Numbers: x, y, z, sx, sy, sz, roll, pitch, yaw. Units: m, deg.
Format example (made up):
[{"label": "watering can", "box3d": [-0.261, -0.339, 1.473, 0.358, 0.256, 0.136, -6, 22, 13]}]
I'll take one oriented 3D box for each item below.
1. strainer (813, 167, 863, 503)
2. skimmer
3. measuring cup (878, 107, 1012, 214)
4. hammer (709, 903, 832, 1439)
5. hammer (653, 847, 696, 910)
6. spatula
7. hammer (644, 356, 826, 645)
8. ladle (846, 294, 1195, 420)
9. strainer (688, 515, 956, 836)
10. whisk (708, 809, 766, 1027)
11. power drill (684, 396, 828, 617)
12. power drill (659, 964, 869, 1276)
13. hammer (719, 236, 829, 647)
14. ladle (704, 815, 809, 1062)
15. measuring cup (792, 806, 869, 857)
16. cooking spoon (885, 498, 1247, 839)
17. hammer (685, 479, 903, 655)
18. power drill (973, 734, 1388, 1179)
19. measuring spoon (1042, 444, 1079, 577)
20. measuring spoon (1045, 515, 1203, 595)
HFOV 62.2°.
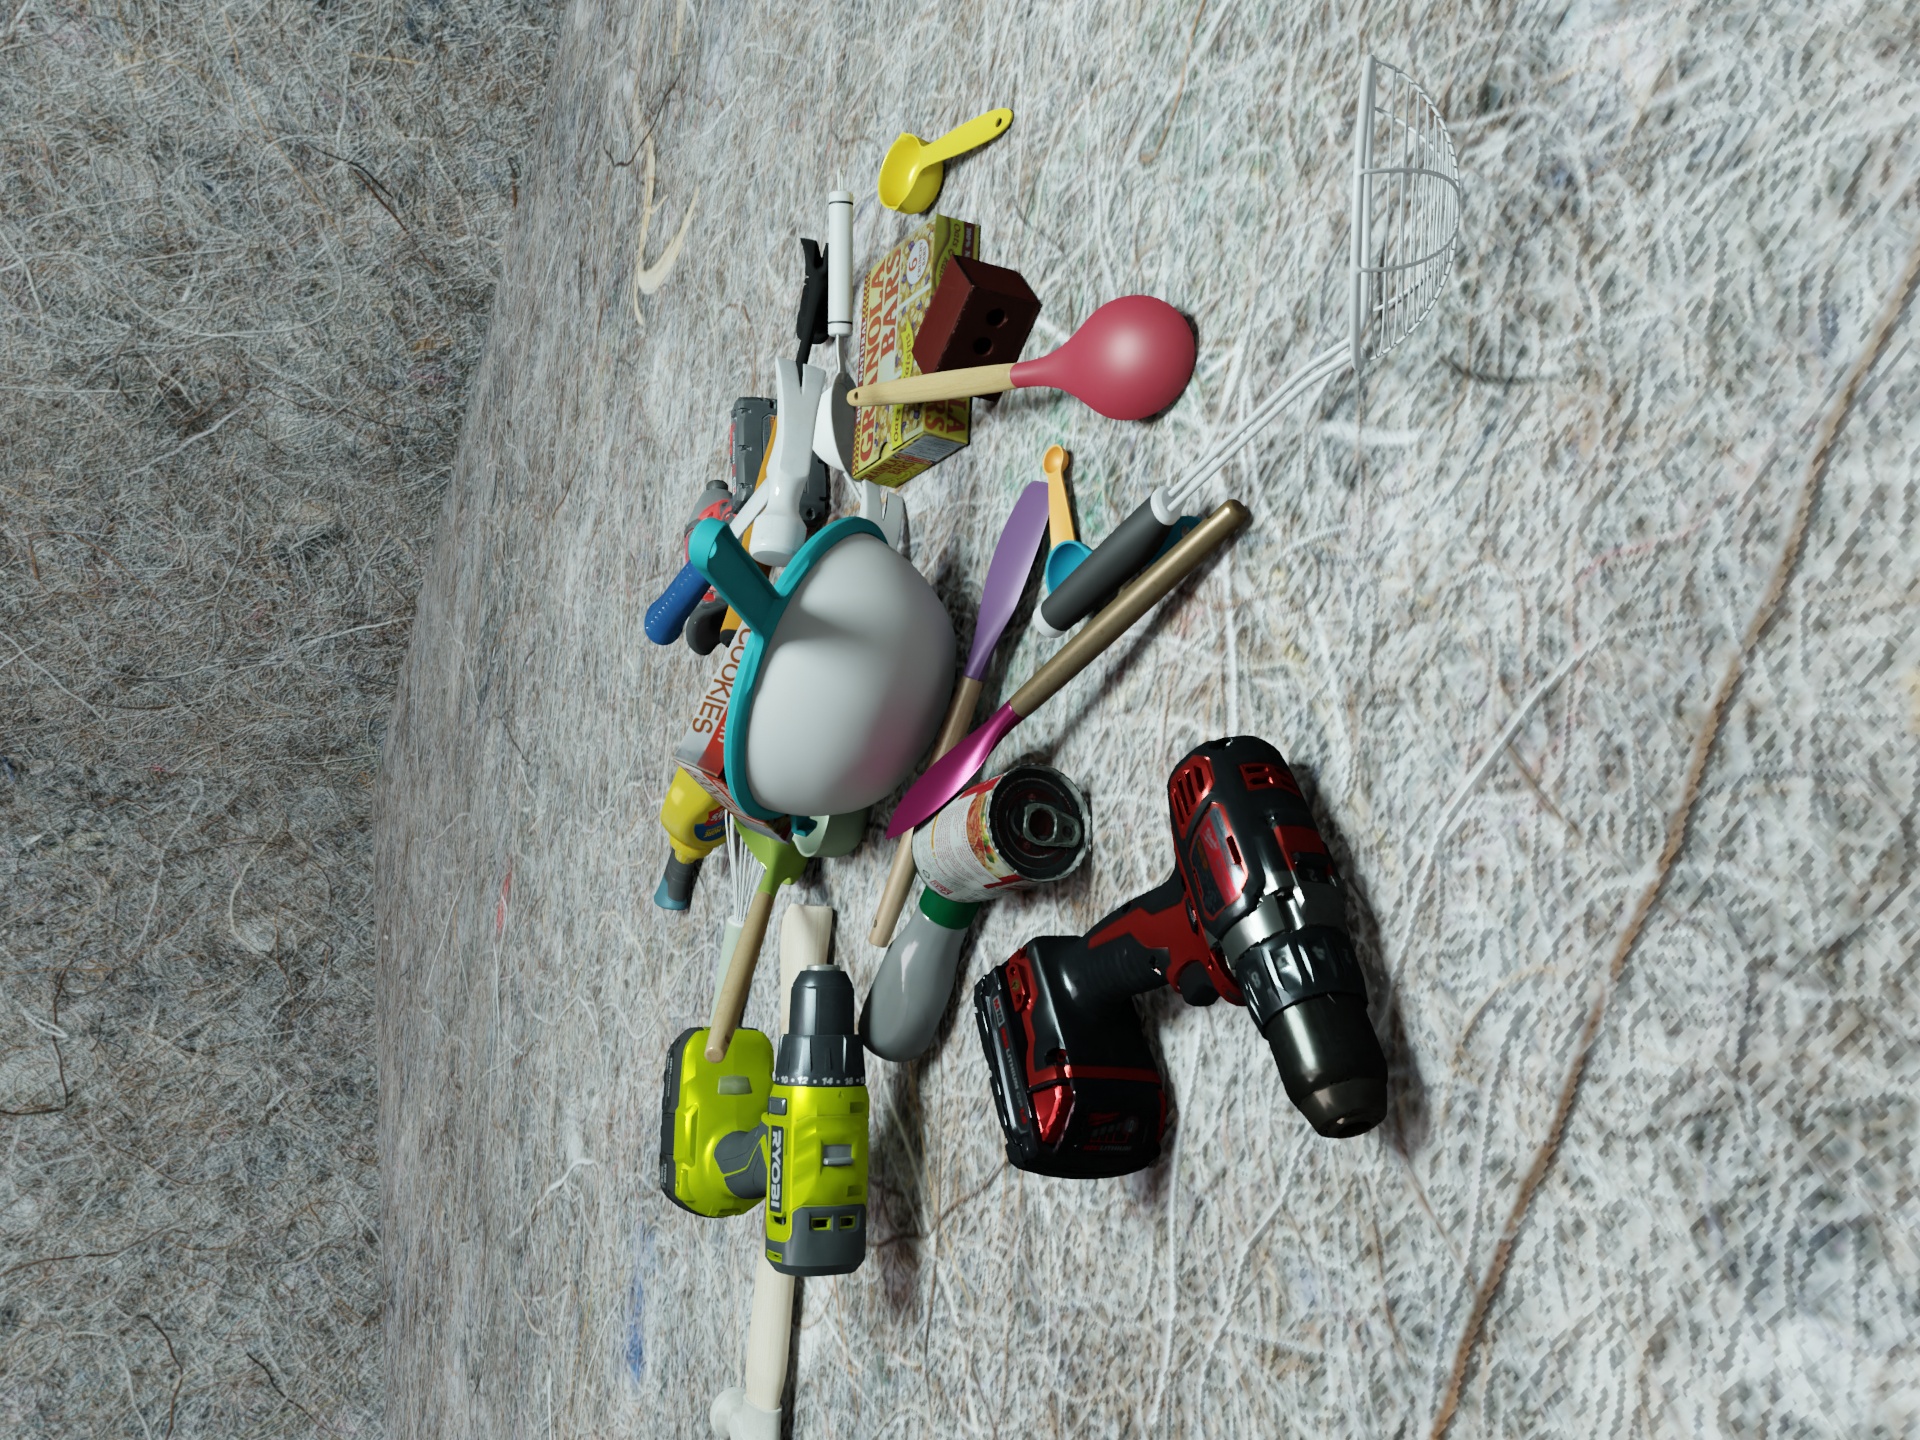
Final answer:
[{"label": "strainer", "box3d": [-0.094, -0.293, 1.226, 0.087, 0.050, 0.258, -17, -72, -75]}, {"label": "skimmer", "box3d": [0.113, -0.154, 0.778, 0.363, 0.090, 0.127, -44, 24, 48]}, {"label": "measuring cup", "box3d": [-0.005, -0.417, 1.176, 0.156, 0.029, 0.062, -4, 80, 51]}, {"label": "hammer", "box3d": [-0.126, 0.344, 1.184, 0.146, 0.038, 0.411, -6, 77, 61]}, {"label": "hammer", "box3d": [-0.228, 0.041, 1.465, 0.128, 0.033, 0.331, 57, 133, 51]}, {"label": "spatula", "box3d": [-0.002, -0.003, 1.020, 0.060, 0.018, 0.316, 27, 99, 65]}, {"label": "hammer", "box3d": [-0.177, -0.131, 1.179, 0.405, 0.035, 0.144, 152, 128, -65]}, {"label": "ladle", "box3d": [0.020, -0.213, 0.985, 0.315, 0.031, 0.069, 7, 100, 52]}, {"label": "strainer", "box3d": [-0.072, -0.038, 0.980, 0.211, 0.095, 0.340, -66, -16, -11]}, {"label": "whisk", "box3d": [-0.183, 0.162, 1.343, 0.059, 0.058, 0.246, -50, -28, -75]}, {"label": "power drill", "box3d": [-0.193, -0.188, 1.418, 0.219, 0.078, 0.143, 139, 133, -56]}, {"label": "power drill", "box3d": [-0.130, 0.265, 1.089, 0.228, 0.080, 0.191, -17, 70, 59]}, {"label": "hammer", "box3d": [-0.142, -0.215, 1.263, 0.127, 0.034, 0.337, 113, 167, -70]}, {"label": "ladle", "box3d": [-0.157, 0.147, 1.146, 0.320, 0.062, 0.078, -83, -31, -65]}, {"label": "measuring cup", "box3d": [-0.104, 0.031, 1.225, 0.083, 0.038, 0.168, -55, 35, 41]}, {"label": "cooking spoon", "box3d": [0.049, -0.022, 0.904, 0.319, 0.017, 0.069, -43, 11, 37]}, {"label": "hammer", "box3d": [-0.147, -0.097, 1.287, 0.335, 0.035, 0.146, -7, 62, 59]}, {"label": "power drill", "box3d": [0.104, 0.140, 0.753, 0.226, 0.080, 0.188, -52, 40, 40]}, {"label": "measuring spoon", "box3d": [0.065, -0.114, 0.967, 0.021, 0.011, 0.117, -27, 63, 48]}, {"label": "measuring spoon", "box3d": [0.096, -0.092, 0.896, 0.128, 0.021, 0.042, -16, 81, 51]}]
